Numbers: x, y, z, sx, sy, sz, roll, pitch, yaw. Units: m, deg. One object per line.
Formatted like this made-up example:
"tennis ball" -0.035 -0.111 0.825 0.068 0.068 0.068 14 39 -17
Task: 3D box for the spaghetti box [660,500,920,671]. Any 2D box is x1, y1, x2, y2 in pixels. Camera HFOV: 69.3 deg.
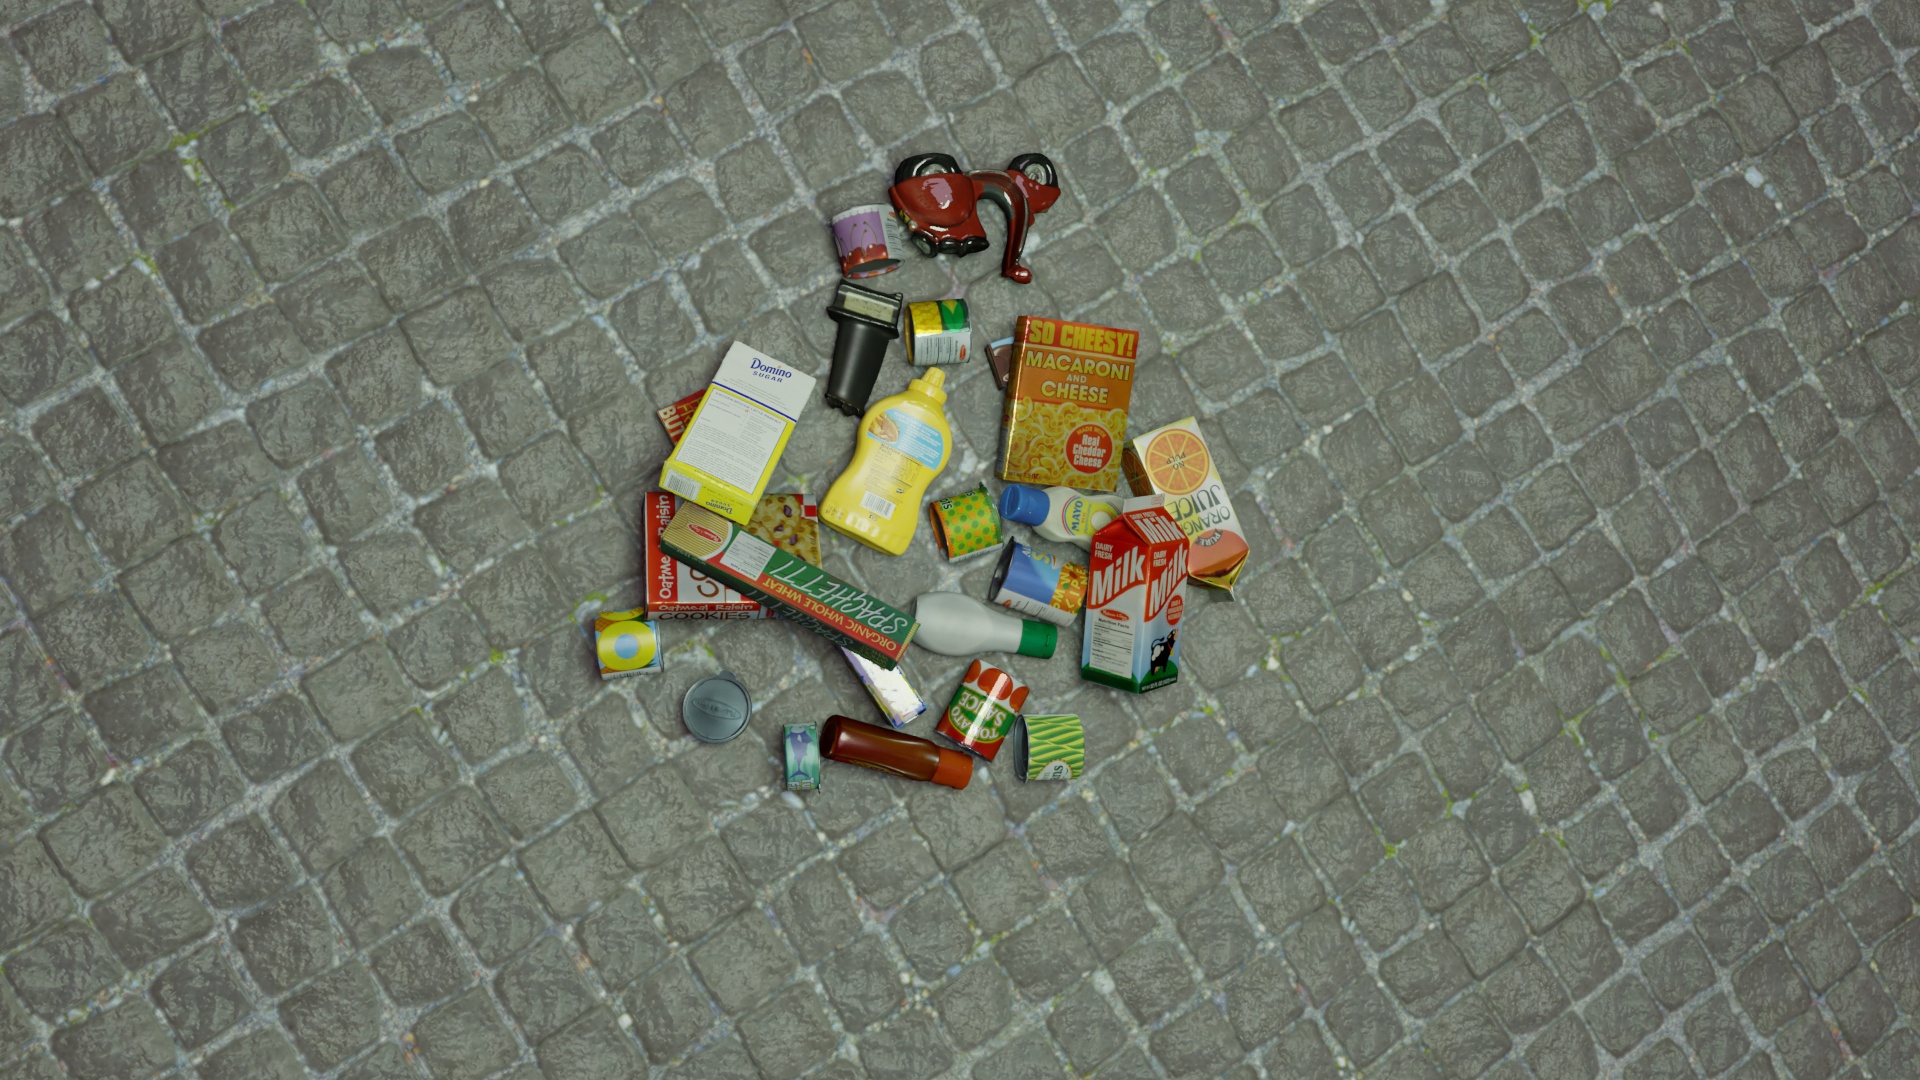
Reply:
"spaghetti box" -0.159 0.043 1.296 0.250 0.028 0.050 28 57 2

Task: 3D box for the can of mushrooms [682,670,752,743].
"can of mushrooms" -0.236 0.162 1.354 0.071 0.033 0.071 1 84 -10

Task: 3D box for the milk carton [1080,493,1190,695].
"milk carton" 0.176 0.049 1.384 0.072 0.073 0.190 -9 106 -48

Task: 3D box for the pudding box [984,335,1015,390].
"pudding box" 0.072 -0.193 1.448 0.084 0.030 0.049 -19 90 -12

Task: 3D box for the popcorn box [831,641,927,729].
"popcorn box" -0.087 0.122 1.359 0.038 0.085 0.126 -34 91 -11

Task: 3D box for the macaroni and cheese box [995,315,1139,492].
"macaroni and cheese box" 0.108 -0.139 1.422 0.124 0.040 0.166 6 97 -15

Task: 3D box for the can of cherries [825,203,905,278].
"can of cherries" -0.096 -0.303 1.411 0.071 0.071 0.058 -13 87 -11

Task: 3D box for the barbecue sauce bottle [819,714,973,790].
"barbecue sauce bottle" -0.061 0.211 1.369 0.148 0.065 0.043 18 83 -17

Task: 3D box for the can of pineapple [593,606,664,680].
"can of pineapple" -0.317 0.096 1.329 0.058 0.071 0.071 -7 86 -11

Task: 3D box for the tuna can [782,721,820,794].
"tuna can" -0.154 0.212 1.347 0.033 0.071 0.071 -3 85 -9

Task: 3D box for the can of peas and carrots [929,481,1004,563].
"can of peas and carrots" 0.005 -0.018 1.400 0.059 0.071 0.071 -17 88 -11

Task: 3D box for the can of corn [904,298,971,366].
"can of corn" -0.024 -0.213 1.415 0.058 0.071 0.071 -6 86 -10

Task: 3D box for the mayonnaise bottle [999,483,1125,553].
"mayonnaise bottle" 0.108 -0.024 1.405 0.148 0.041 0.065 13 84 -33

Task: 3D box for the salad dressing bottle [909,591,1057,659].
"salad dressing bottle" 0.023 0.090 1.405 0.148 0.044 0.064 11 82 -10

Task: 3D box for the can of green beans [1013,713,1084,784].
"can of green beans" 0.088 0.207 1.393 0.058 0.071 0.071 1 85 -11

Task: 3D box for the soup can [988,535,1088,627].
"soup can" 0.080 0.042 1.408 0.084 0.071 0.071 20 82 -9

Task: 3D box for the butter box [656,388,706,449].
"butter box" -0.256 -0.094 1.380 0.053 0.024 0.103 -26 90 -11

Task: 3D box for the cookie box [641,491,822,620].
"cookie box" -0.220 0.015 1.339 0.168 0.040 0.123 0 60 -16

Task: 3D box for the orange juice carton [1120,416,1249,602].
"orange juice carton" 0.236 -0.025 1.440 0.073 0.071 0.192 -22 89 -11

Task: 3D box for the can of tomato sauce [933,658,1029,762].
"can of tomato sauce" 0.022 0.169 1.382 0.071 0.071 0.083 31 80 -6
